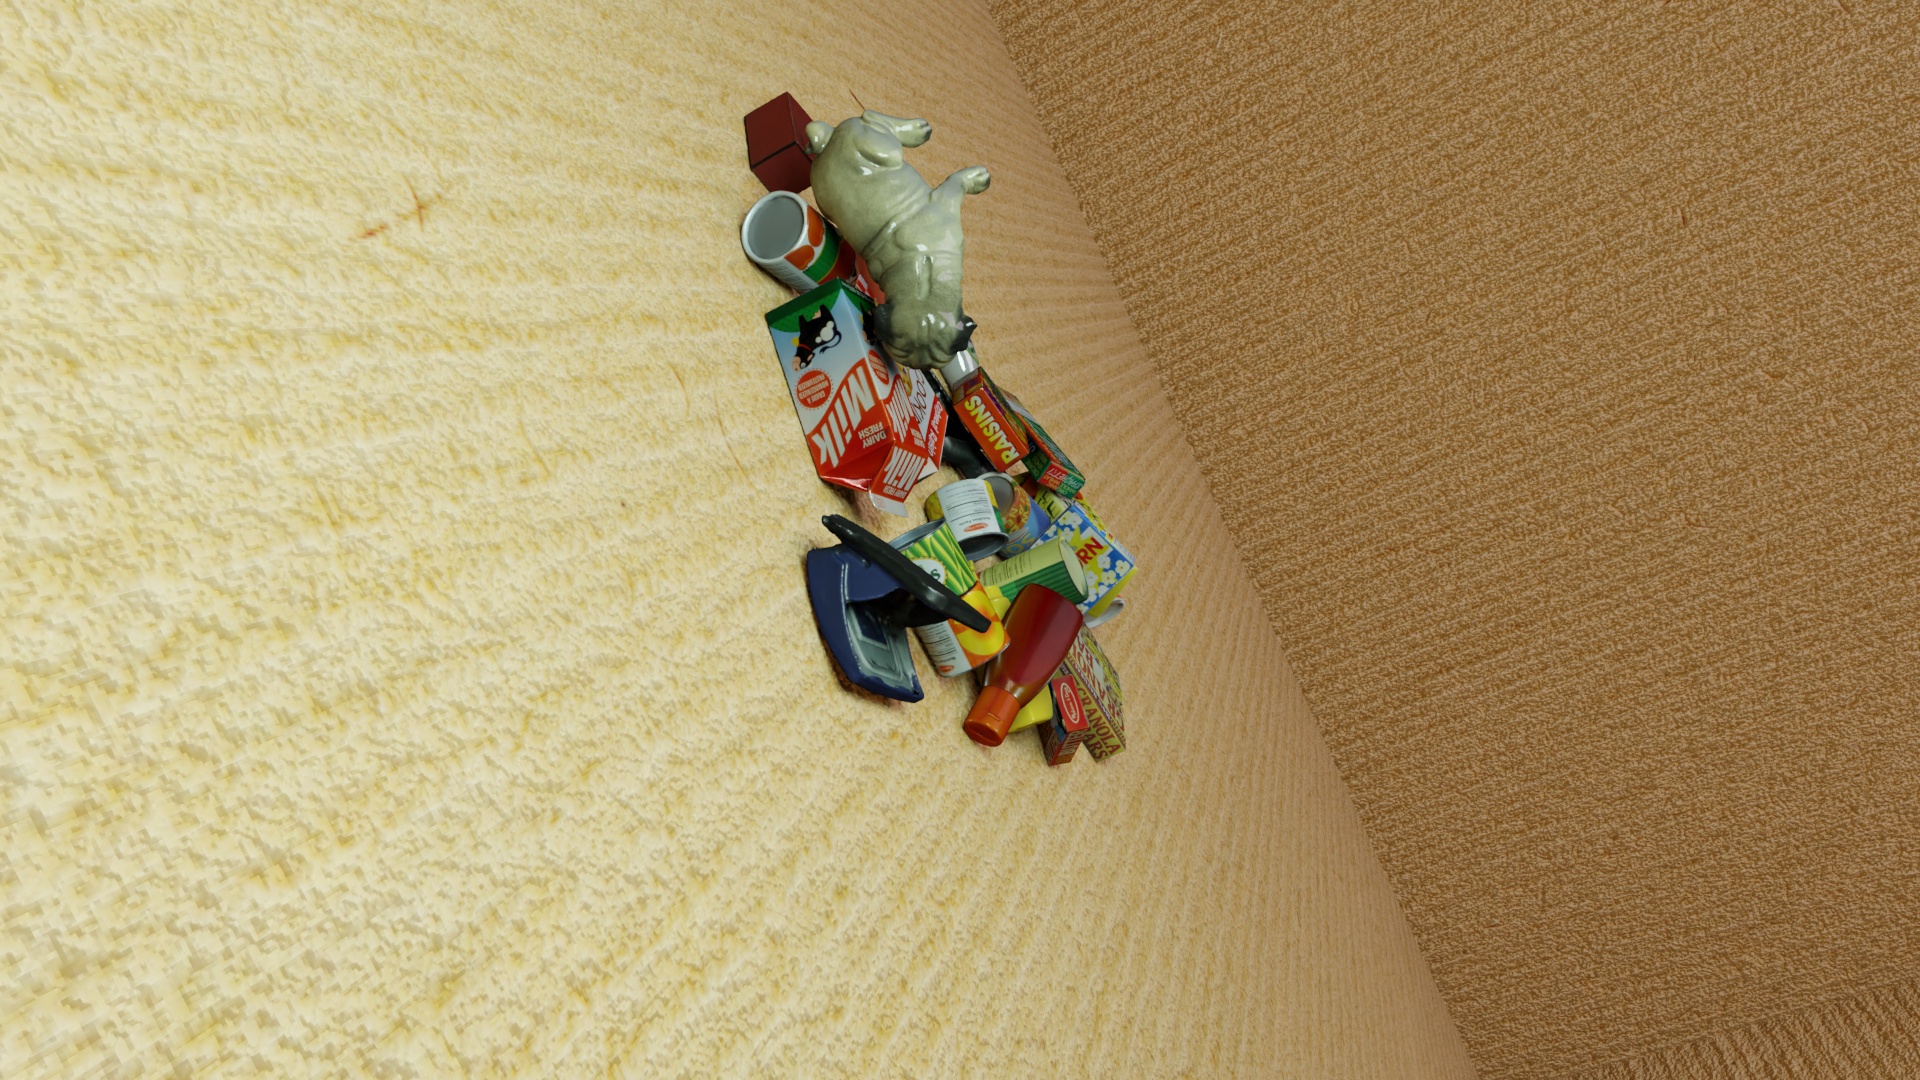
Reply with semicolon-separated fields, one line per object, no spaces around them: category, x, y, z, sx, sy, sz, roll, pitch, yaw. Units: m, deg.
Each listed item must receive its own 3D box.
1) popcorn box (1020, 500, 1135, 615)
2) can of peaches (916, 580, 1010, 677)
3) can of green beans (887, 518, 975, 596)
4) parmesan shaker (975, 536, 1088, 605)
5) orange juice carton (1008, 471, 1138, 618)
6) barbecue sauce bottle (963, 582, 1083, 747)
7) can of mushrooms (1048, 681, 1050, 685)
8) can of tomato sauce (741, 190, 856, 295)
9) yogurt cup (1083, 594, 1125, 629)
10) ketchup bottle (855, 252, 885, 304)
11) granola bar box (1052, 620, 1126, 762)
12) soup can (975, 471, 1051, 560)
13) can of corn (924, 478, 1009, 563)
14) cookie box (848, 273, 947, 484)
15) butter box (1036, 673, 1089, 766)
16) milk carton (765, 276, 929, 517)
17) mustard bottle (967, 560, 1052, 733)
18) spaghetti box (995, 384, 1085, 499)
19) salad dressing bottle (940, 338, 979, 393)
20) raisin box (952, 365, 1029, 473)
popcorn box;0.098;0.035;1.363;0.085;0.126;0.038;44;15;-2
can of peaches;0.001;0.071;1.155;0.058;0.071;0.071;62;17;-10
can of green beans;-0.028;0.022;1.138;0.057;0.071;0.071;64;17;-9
parmesan shaker;0.062;0.047;1.311;0.071;0.103;0.072;56;20;-31
orange juice carton;0.105;-0.009;1.492;0.072;0.072;0.193;23;23;-36
barbecue sauce bottle;0.050;0.108;1.191;0.065;0.043;0.149;32;55;0
can of mushrooms;0.059;0.122;1.322;0.071;0.033;0.071;55;20;-30
can of tomato sauce;-0.137;-0.252;1.180;0.083;0.071;0.071;28;41;-63
yogurt cup;0.151;0.067;1.624;0.054;0.072;0.072;64;15;23
ketchup bottle;-0.078;-0.248;1.394;0.064;0.043;0.149;46;26;-46
granola bar box;0.123;0.135;1.486;0.165;0.039;0.125;56;19;-28
soup can;0.046;-0.021;1.424;0.083;0.071;0.071;42;29;-52
can of corn;0.005;-0.016;1.294;0.071;0.071;0.058;30;39;-63
cookie box;-0.073;-0.147;1.281;0.167;0.040;0.123;57;19;-24
butter box;0.094;0.169;1.294;0.103;0.024;0.053;102;-26;-61
milk carton;-0.086;-0.108;1.130;0.072;0.073;0.191;16;52;-68
mustard bottle;0.034;0.093;1.256;0.065;0.048;0.160;9;58;-64
spaghetti box;0.072;-0.116;1.542;0.050;0.028;0.251;27;16;-28
salad dressing bottle;0.000;-0.195;1.555;0.064;0.044;0.148;20;48;-69
raisin box;0.030;-0.127;1.433;0.086;0.040;0.124;54;10;-14
